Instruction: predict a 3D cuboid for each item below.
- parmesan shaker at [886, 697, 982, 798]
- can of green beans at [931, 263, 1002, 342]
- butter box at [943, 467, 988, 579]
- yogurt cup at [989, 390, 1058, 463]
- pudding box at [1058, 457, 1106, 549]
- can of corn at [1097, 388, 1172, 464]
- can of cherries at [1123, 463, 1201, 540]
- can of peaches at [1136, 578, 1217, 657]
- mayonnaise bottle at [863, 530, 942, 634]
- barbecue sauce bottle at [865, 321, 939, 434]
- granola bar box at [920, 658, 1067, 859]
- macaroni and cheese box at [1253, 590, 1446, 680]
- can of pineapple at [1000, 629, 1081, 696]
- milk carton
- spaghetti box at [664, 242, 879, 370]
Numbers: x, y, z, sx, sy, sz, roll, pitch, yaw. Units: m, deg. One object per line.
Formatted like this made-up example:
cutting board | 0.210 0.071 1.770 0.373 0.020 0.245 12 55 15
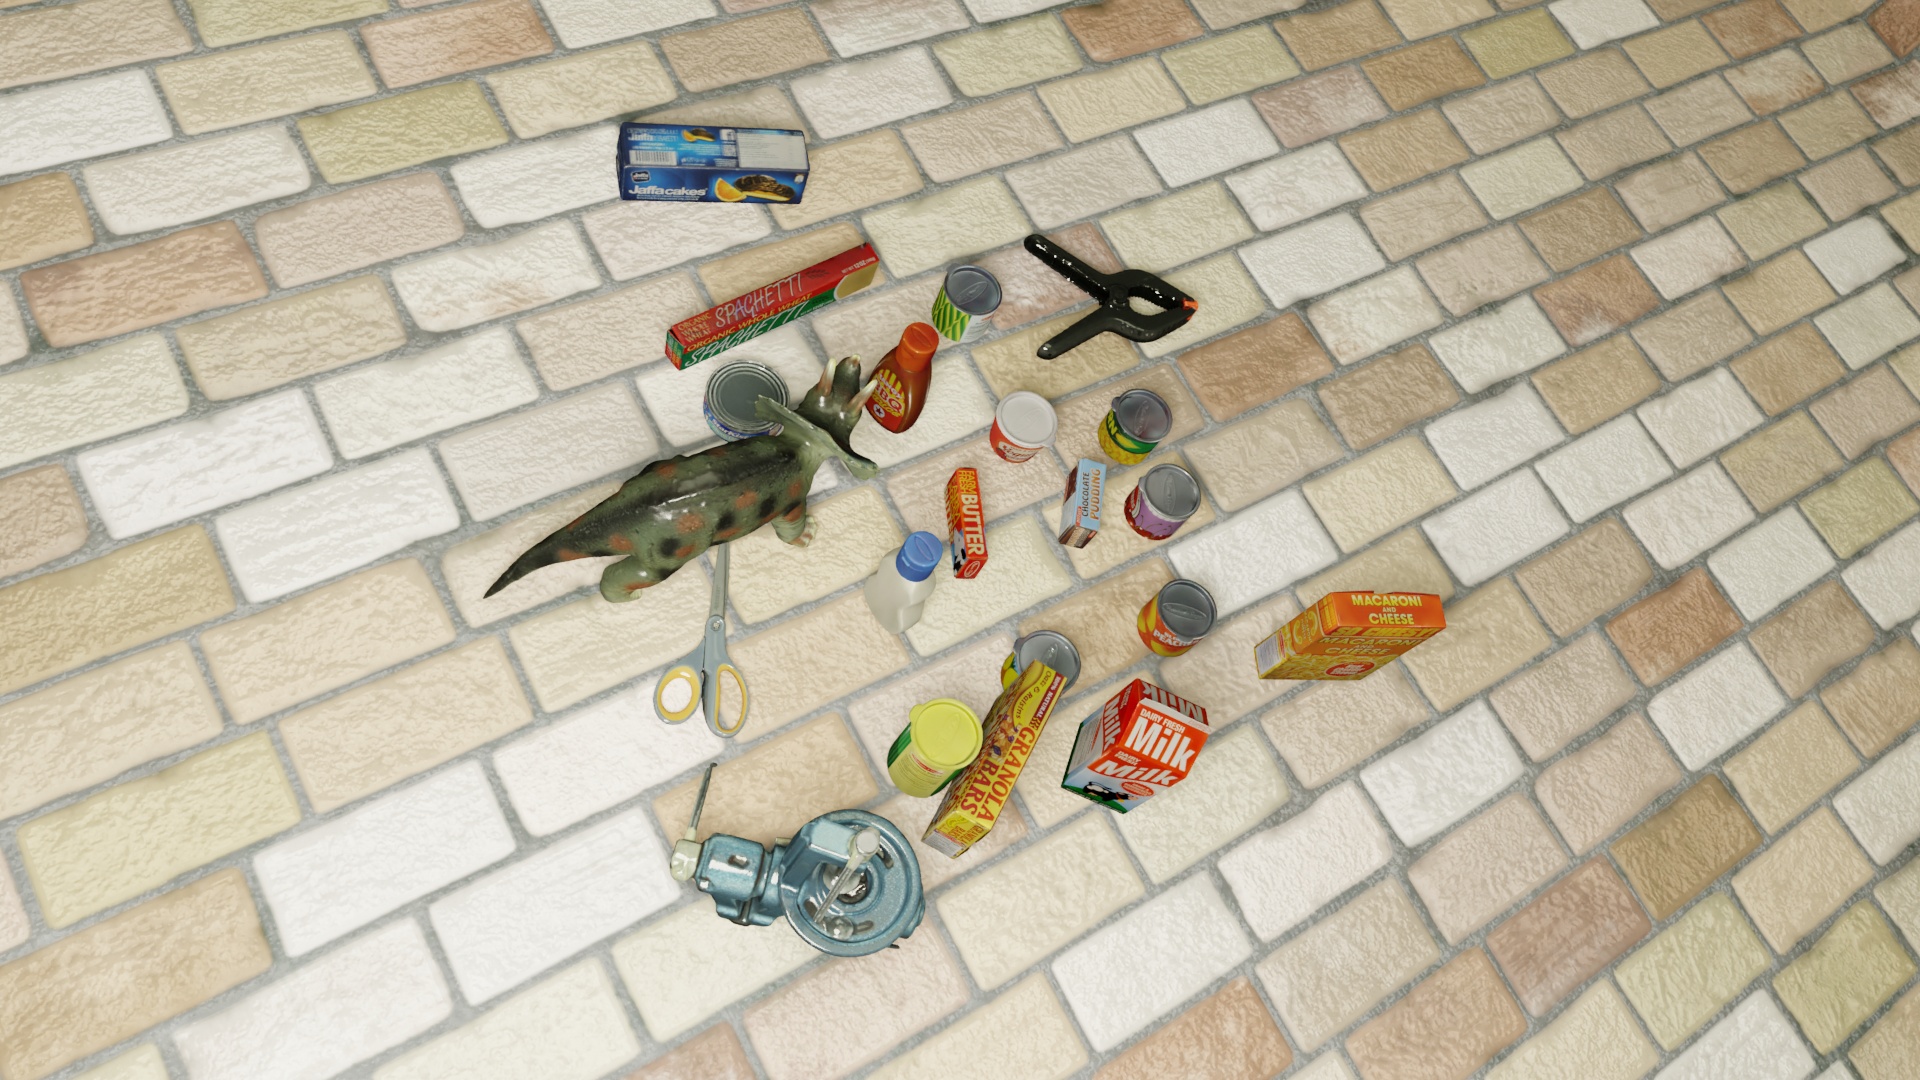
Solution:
parmesan shaker | -0.028 0.190 1.277 0.071 0.102 0.071 7 64 -14
can of green beans | 0.006 -0.260 1.526 0.071 0.057 0.071 7 64 -14
butter box | 0.005 -0.018 1.414 0.024 0.053 0.104 1 66 -17
yogurt cup | 0.064 -0.118 1.479 0.072 0.053 0.072 7 64 -14
pudding box | 0.128 -0.039 1.464 0.030 0.049 0.084 15 62 -10
can of corn | 0.188 -0.125 1.518 0.071 0.058 0.071 7 64 -14
can of cherries | 0.213 -0.042 1.486 0.071 0.058 0.072 7 64 -14
can of peaches | 0.222 0.083 1.430 0.071 0.057 0.071 7 64 -14
mayonnaise bottle | -0.052 0.037 1.316 0.041 0.147 0.065 -29 77 -26
barbecue sauce bottle | -0.057 -0.168 1.411 0.044 0.148 0.065 -39 81 -28
granola bar box | 0.031 0.203 1.277 0.039 0.123 0.166 31 61 -1
macaroni and cheese box | 0.392 0.099 1.413 0.124 0.165 0.040 2 66 -16
can of pineapple | 0.077 0.127 1.365 0.071 0.057 0.071 7 64 -14
milk carton | 0.165 0.188 1.287 0.072 0.189 0.074 24 61 -5
spaghetti box | -0.196 -0.248 1.462 0.251 0.050 0.029 -30 77 -27
